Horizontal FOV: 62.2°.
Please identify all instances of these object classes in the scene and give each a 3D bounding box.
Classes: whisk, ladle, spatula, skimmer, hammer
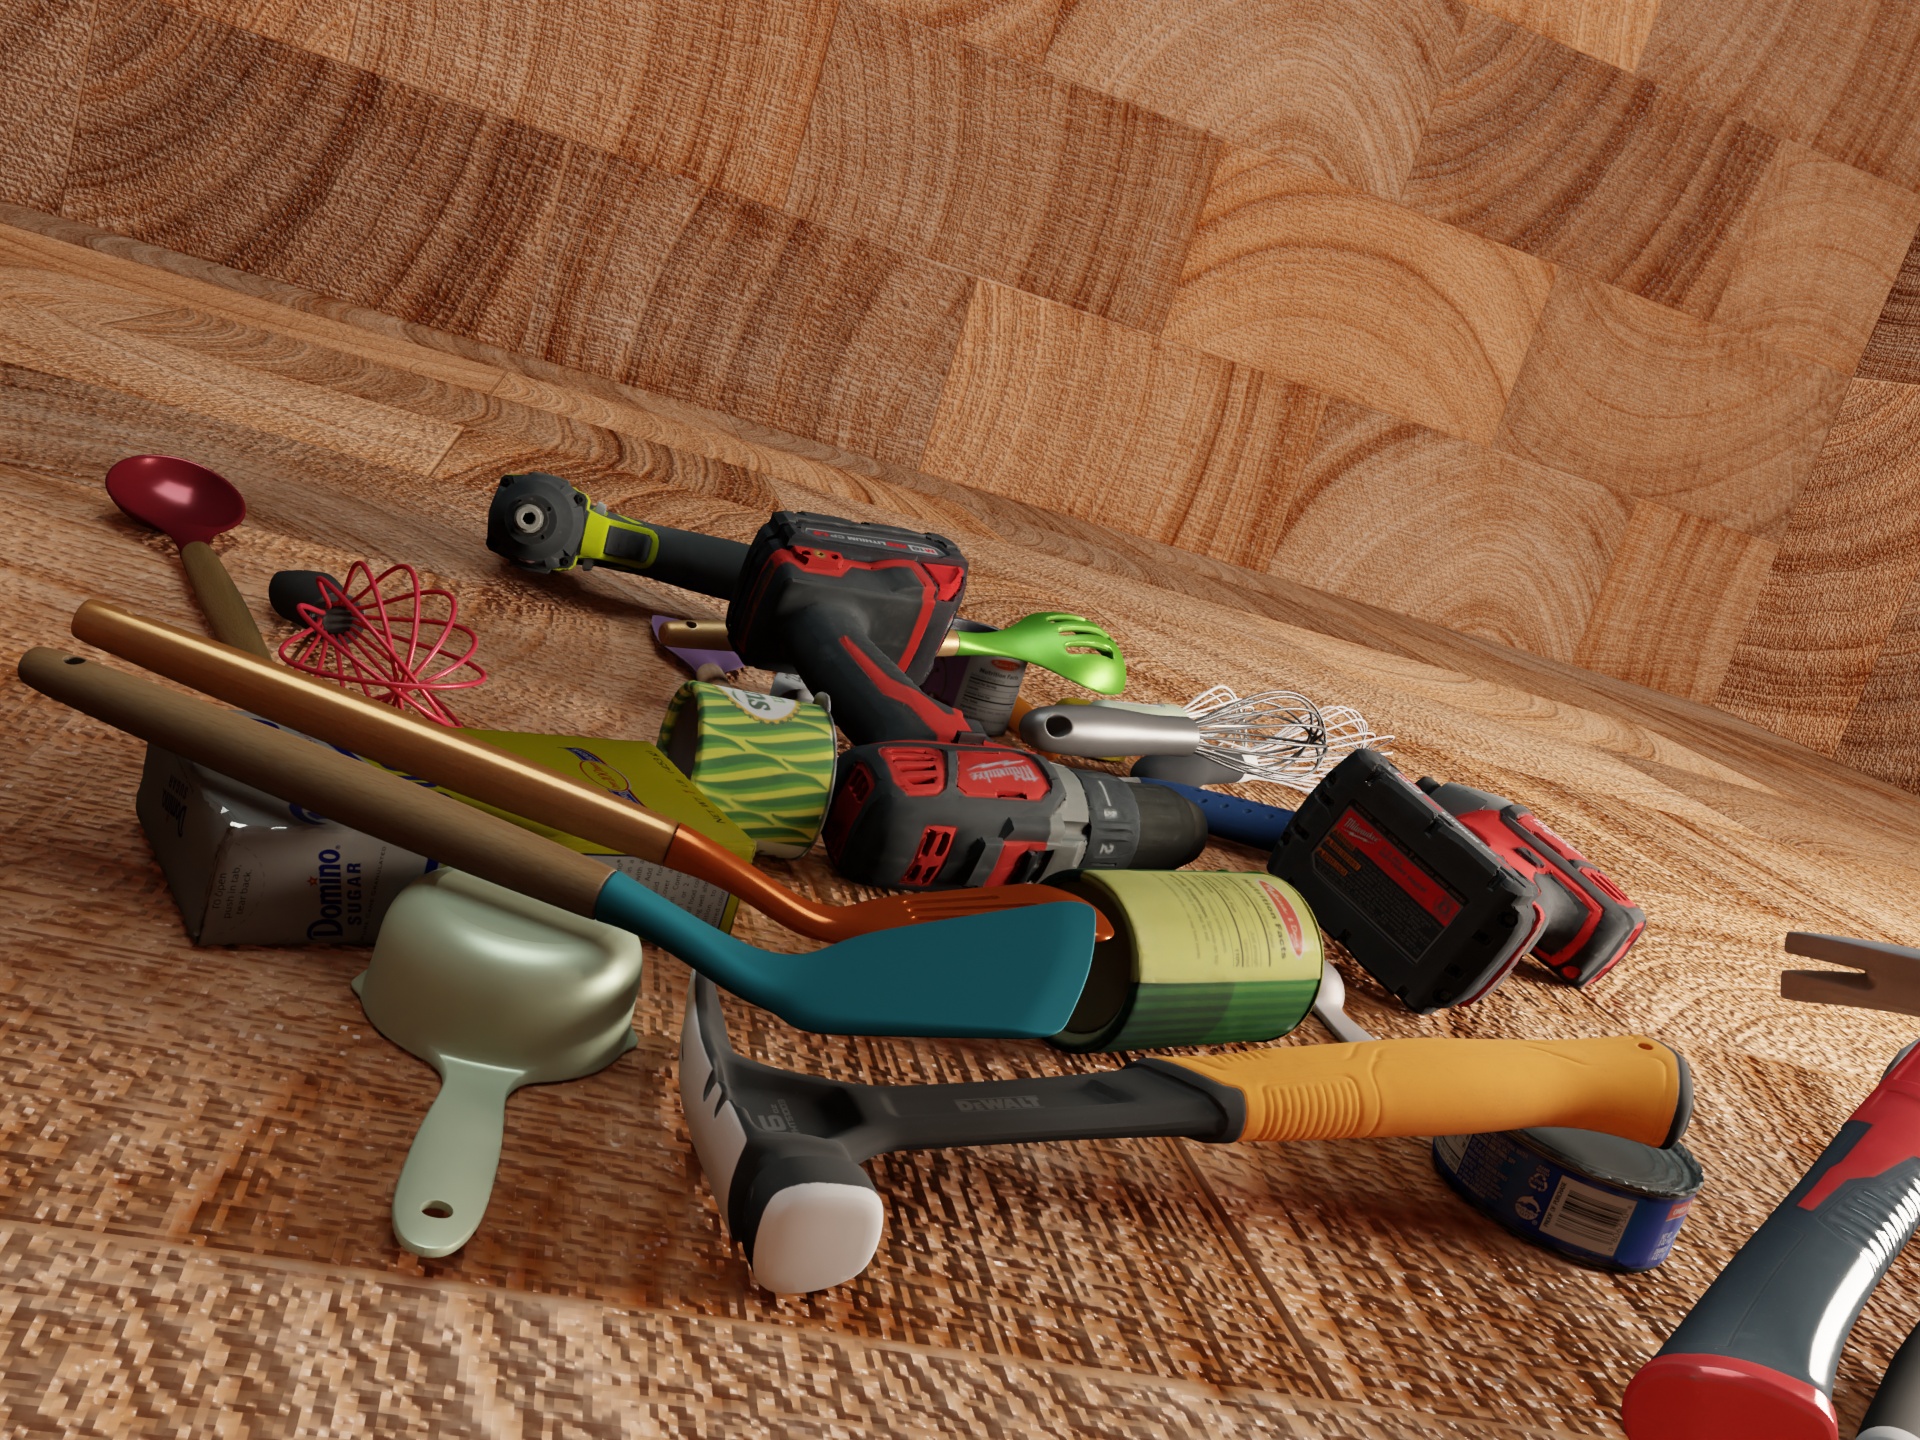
[{"bbox_3d":[0.201,0.028,1.055,0.070,0.070,0.284,28,21,39],"label":"whisk"},{"bbox_3d":[-0.362,-0.073,0.766,0.069,0.031,0.316,5,19,-36],"label":"ladle"},{"bbox_3d":[0.142,0.001,1.042,0.058,0.059,0.246,-11,-8,30],"label":"whisk"},{"bbox_3d":[-0.131,-0.017,0.861,0.059,0.018,0.316,15,12,-18],"label":"spatula"},{"bbox_3d":[-0.110,0.021,0.495,0.322,0.041,0.081,22,1,-9],"label":"spatula"},{"bbox_3d":[0.368,0.177,0.558,0.127,0.090,0.363,25,15,36],"label":"skimmer"},{"bbox_3d":[-0.120,0.030,0.446,0.317,0.044,0.082,20,20,5],"label":"spatula"},{"bbox_3d":[0.088,0.035,0.900,0.405,0.035,0.144,15,13,-11],"label":"hammer"},{"bbox_3d":[-0.260,-0.041,0.671,0.073,0.073,0.296,10,5,-31],"label":"whisk"},{"bbox_3d":[0.084,0.111,0.485,0.336,0.034,0.127,4,18,-23],"label":"hammer"},{"bbox_3d":[0.126,0.006,0.894,0.238,0.055,0.055,2,20,-39],"label":"whisk"},{"bbox_3d":[0.300,0.145,0.542,0.143,0.038,0.386,10,16,43],"label":"hammer"}]

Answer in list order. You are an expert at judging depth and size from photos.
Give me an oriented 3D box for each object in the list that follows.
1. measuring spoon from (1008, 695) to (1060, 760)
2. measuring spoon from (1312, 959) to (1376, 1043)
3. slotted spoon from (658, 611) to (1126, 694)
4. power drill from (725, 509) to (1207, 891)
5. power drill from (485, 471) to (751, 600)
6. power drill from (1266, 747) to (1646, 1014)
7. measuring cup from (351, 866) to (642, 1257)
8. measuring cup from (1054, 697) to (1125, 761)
[{"bbox_3d":[0.041,-0.001,1.014,0.021,0.011,0.117,-30,26,-6],"label":"measuring spoon"},{"bbox_3d":[0.168,0.127,0.659,0.034,0.018,0.124,13,15,-23],"label":"measuring spoon"},{"bbox_3d":[-0.025,-0.044,0.909,0.313,0.031,0.070,0,43,-35],"label":"slotted spoon"},{"bbox_3d":[-0.001,-0.002,0.755,0.187,0.080,0.227,5,34,-32],"label":"power drill"},{"bbox_3d":[-0.179,-0.102,0.992,0.223,0.080,0.171,13,3,-11],"label":"power drill"},{"bbox_3d":[0.256,0.077,0.815,0.219,0.078,0.143,6,33,-52],"label":"power drill"},{"bbox_3d":[-0.122,0.080,0.415,0.083,0.038,0.168,15,11,-12],"label":"measuring cup"},{"bbox_3d":[0.052,-0.015,1.071,0.062,0.029,0.157,4,20,-47],"label":"measuring cup"}]
